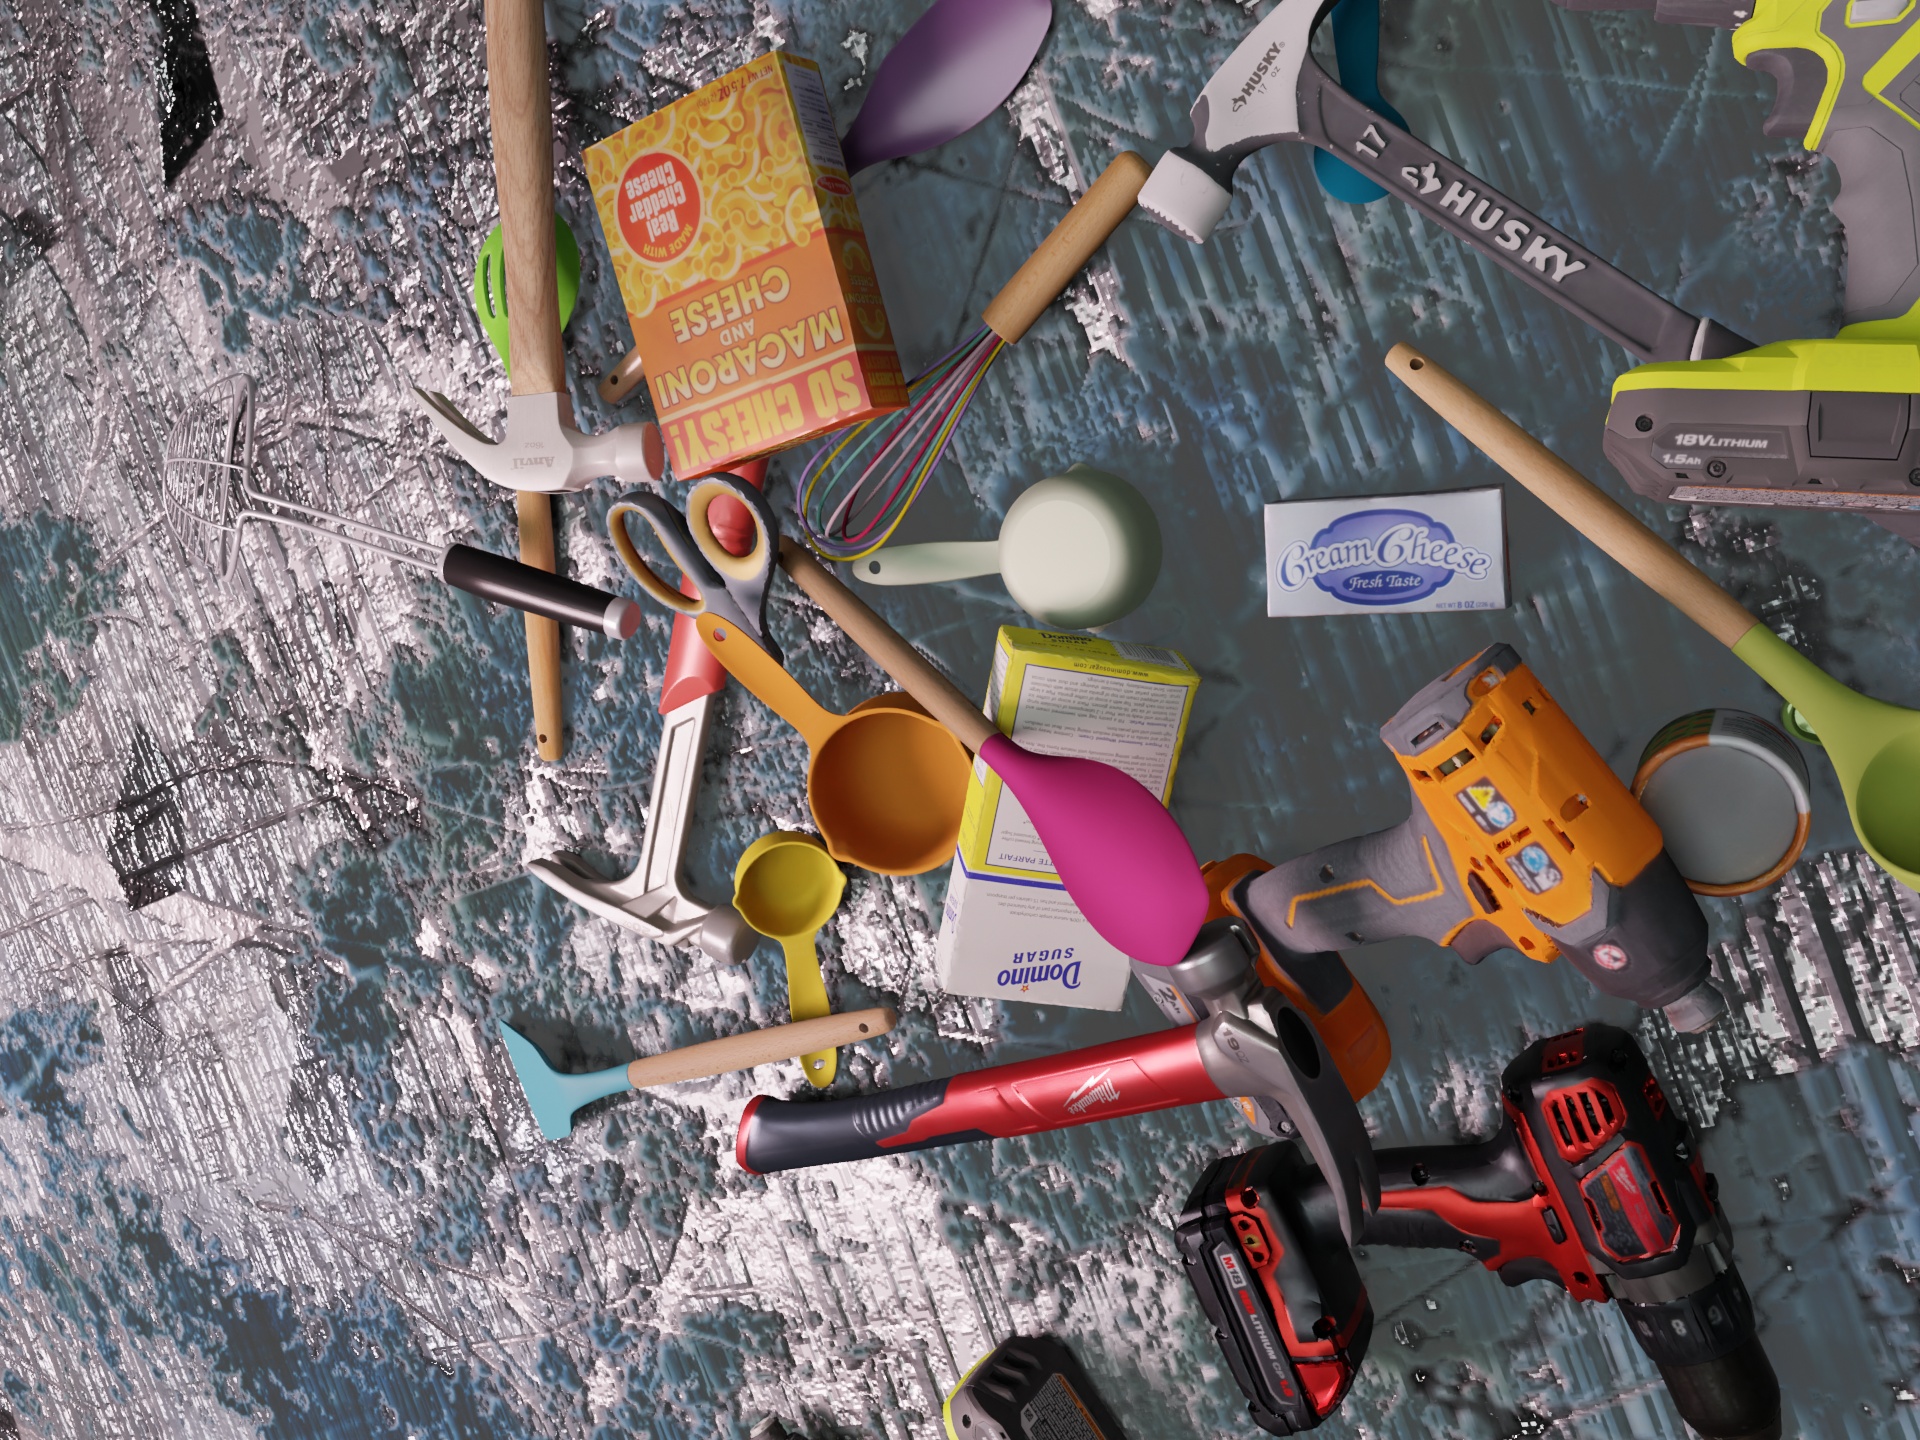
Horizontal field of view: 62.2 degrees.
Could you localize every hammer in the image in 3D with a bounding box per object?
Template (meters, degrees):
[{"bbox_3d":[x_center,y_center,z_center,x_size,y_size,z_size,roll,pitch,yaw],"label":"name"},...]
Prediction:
[{"bbox_3d":[-0.148,-0.049,0.868,0.149,0.036,0.359,21,109,22],"label":"hammer"},{"bbox_3d":[0.019,0.202,0.780,0.386,0.038,0.143,-24,97,44],"label":"hammer"},{"bbox_3d":[0.273,-0.156,0.619,0.409,0.036,0.149,38,104,11],"label":"hammer"},{"bbox_3d":[-0.232,-0.286,0.841,0.130,0.031,0.331,-3,91,12],"label":"hammer"}]

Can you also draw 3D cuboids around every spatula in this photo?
[{"bbox_3d":[-0.079,-0.257,0.800,0.316,0.018,0.060,-35,83,27],"label":"spatula"},{"bbox_3d":[-0.161,0.192,0.910,0.317,0.044,0.082,-18,95,31],"label":"spatula"}]

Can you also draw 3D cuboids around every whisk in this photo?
[{"bbox_3d":[0.007,-0.168,0.762,0.245,0.051,0.047,-46,44,22],"label":"whisk"}]

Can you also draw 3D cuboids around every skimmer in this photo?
[{"bbox_3d":[-0.328,-0.110,0.931,0.363,0.090,0.127,18,104,18],"label":"skimmer"}]

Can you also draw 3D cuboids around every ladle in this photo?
[{"bbox_3d":[0.282,-0.054,0.610,0.078,0.062,0.320,-42,66,1],"label":"ladle"}]

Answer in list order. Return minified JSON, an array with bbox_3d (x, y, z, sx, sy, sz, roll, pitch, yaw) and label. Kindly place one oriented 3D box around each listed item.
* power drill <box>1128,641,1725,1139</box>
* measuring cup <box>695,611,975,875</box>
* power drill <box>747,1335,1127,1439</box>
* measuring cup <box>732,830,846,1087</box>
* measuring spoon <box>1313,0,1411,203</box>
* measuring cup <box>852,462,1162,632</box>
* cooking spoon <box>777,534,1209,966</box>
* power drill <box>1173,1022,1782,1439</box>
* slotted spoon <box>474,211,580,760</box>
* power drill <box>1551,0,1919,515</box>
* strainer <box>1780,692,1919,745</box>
[{"bbox_3d":[0.192,0.092,0.667,0.164,0.084,0.226,53,134,8],"label":"power drill"},{"bbox_3d":[-0.060,0.001,0.805,0.173,0.052,0.095,42,109,0],"label":"measuring cup"},{"bbox_3d":[-0.014,0.437,0.878,0.223,0.080,0.171,-39,82,31],"label":"power drill"},{"bbox_3d":[-0.089,0.132,0.879,0.062,0.029,0.156,-11,113,-11],"label":"measuring cup"},{"bbox_3d":[0.164,-0.284,0.667,0.042,0.021,0.128,-1,102,27],"label":"measuring spoon"},{"bbox_3d":[0.014,-0.079,0.776,0.167,0.038,0.083,-2,99,25],"label":"measuring cup"},{"bbox_3d":[-0.001,-0.002,0.724,0.319,0.017,0.068,44,124,37],"label":"cooking spoon"},{"bbox_3d":[0.232,0.254,0.715,0.226,0.080,0.188,-25,89,26],"label":"power drill"},{"bbox_3d":[-0.242,-0.129,0.906,0.070,0.031,0.313,5,104,22],"label":"slotted spoon"},{"bbox_3d":[0.291,-0.192,0.554,0.190,0.080,0.228,6,93,20],"label":"power drill"},{"bbox_3d":[0.432,0.036,0.569,0.256,0.069,0.151,19,108,21],"label":"strainer"}]
